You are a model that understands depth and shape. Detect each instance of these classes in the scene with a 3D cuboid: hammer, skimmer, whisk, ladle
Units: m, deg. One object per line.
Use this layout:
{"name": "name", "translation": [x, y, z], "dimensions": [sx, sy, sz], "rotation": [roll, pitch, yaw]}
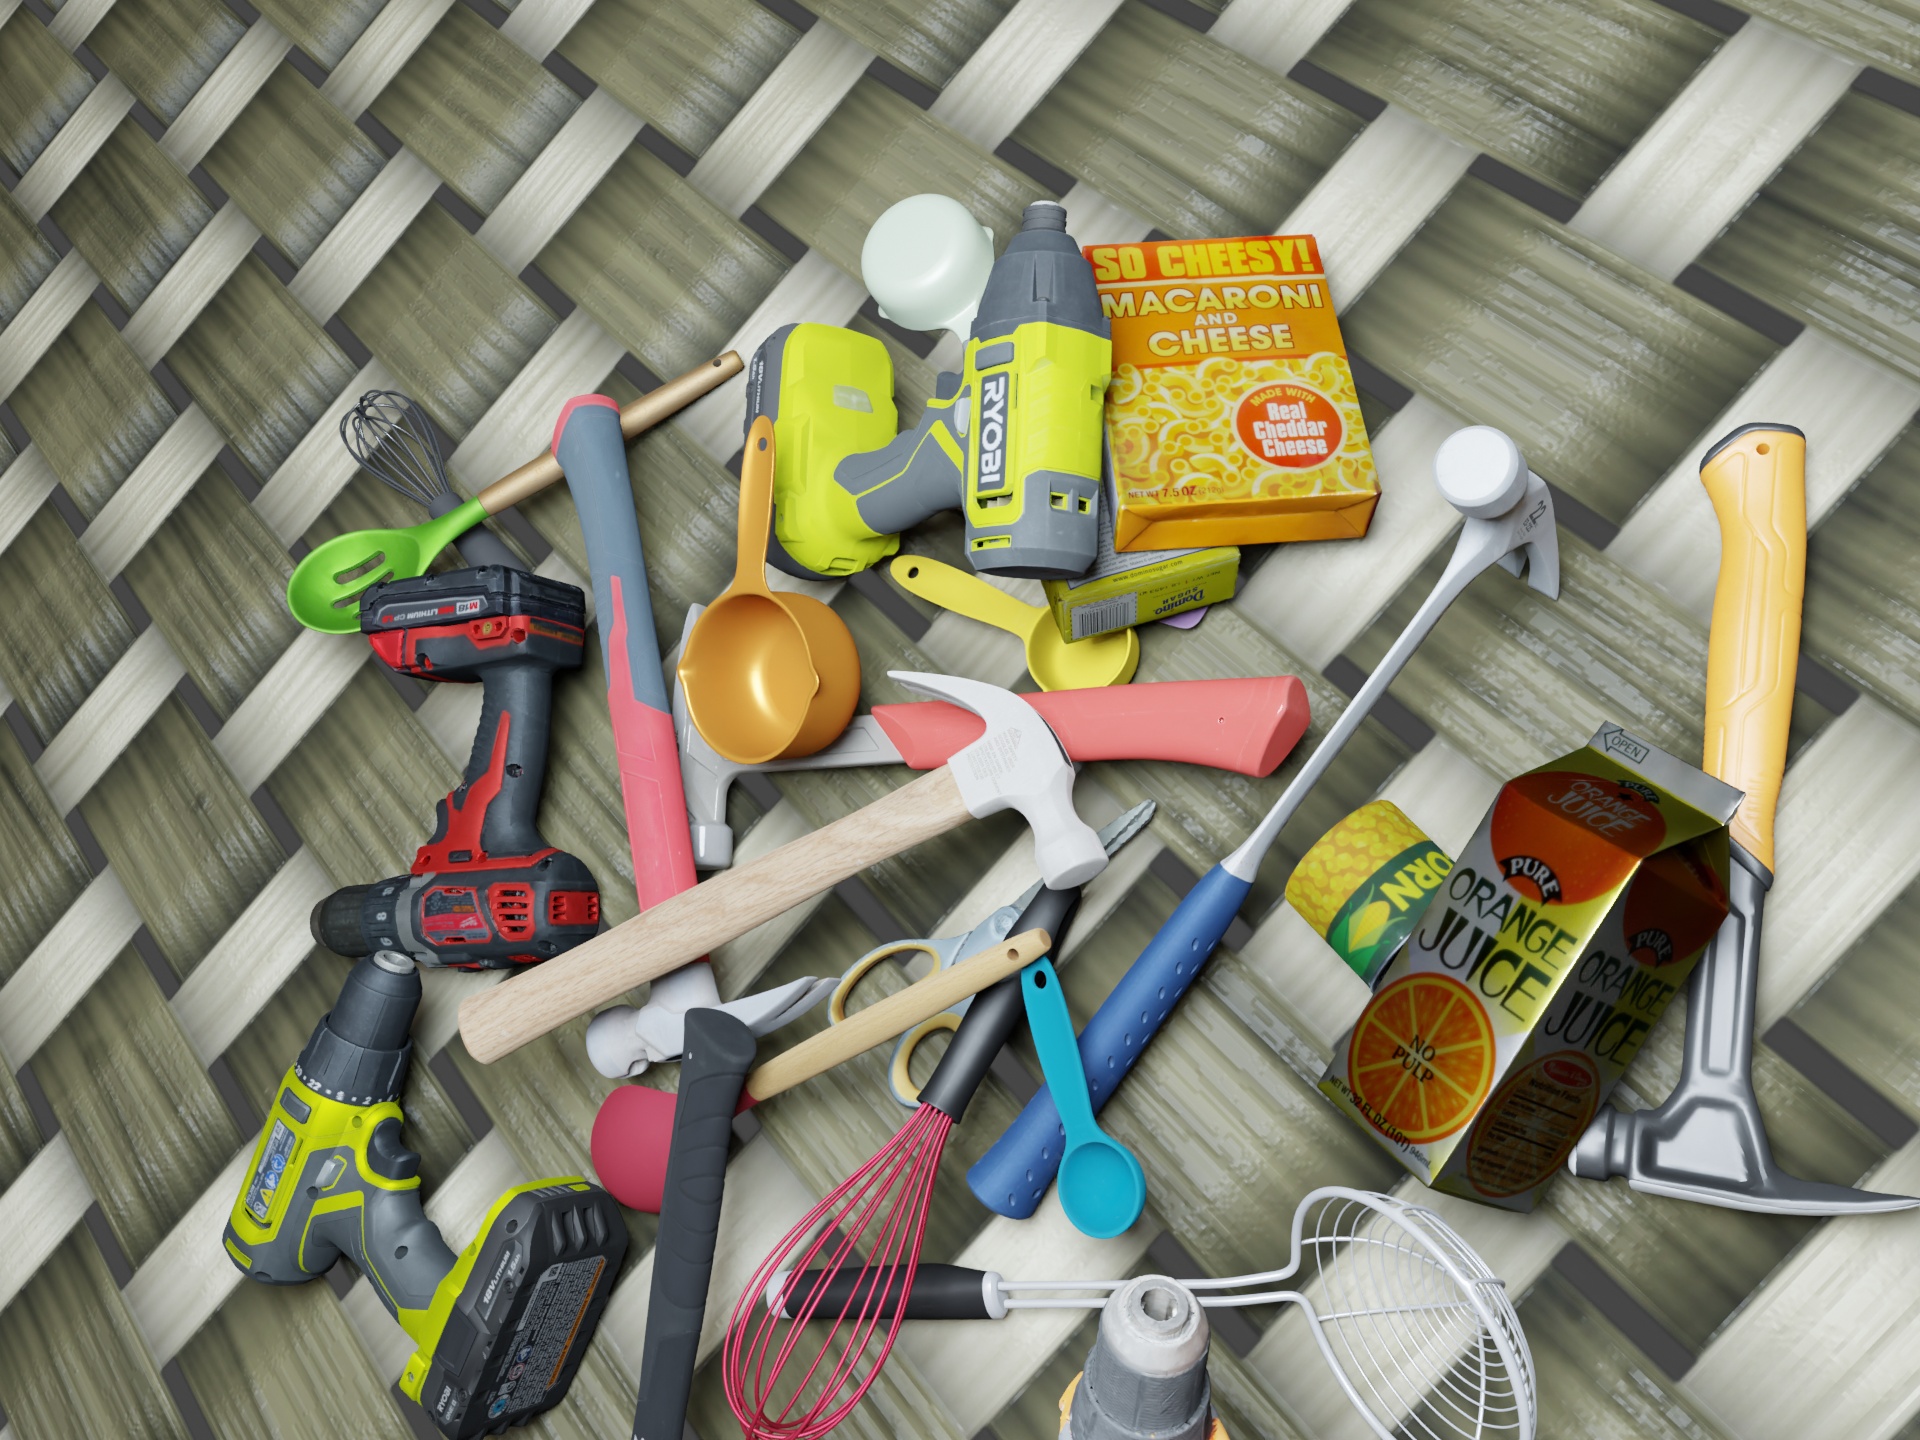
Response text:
{"name": "hammer", "translation": [-0.001, -0.003, 0.810], "dimensions": [0.359, 0.036, 0.149], "rotation": [-5, 77, 30]}
{"name": "skimmer", "translation": [0.060, 0.266, 0.691], "dimensions": [0.363, 0.090, 0.127], "rotation": [-9, 102, 24]}
{"name": "whisk", "translation": [-0.330, -0.138, 1.028], "dimensions": [0.055, 0.055, 0.239], "rotation": [-46, 66, 5]}
{"name": "ladle", "translation": [-0.080, 0.170, 0.775], "dimensions": [0.315, 0.031, 0.069], "rotation": [-32, 80, 28]}
{"name": "hammer", "translation": [-0.100, 0.081, 0.771], "dimensions": [0.331, 0.031, 0.130], "rotation": [-27, 66, 9]}
{"name": "hammer", "translation": [-0.163, -0.013, 0.868], "dimensions": [0.143, 0.038, 0.387], "rotation": [-22, 69, 25]}
{"name": "hammer", "translation": [0.135, 0.061, 0.721], "dimensions": [0.035, 0.144, 0.405], "rotation": [41, 102, 31]}
{"name": "whisk", "translation": [-0.020, 0.197, 0.732], "dimensions": [0.073, 0.073, 0.296], "rotation": [21, 70, 29]}
{"name": "hammer", "translation": [0.337, 0.032, 0.669], "dimensions": [0.127, 0.034, 0.337], "rotation": [4, 75, 26]}
{"name": "hammer", "translation": [-0.141, 0.305, 0.750], "dimensions": [0.146, 0.035, 0.335], "rotation": [-2, 78, 52]}

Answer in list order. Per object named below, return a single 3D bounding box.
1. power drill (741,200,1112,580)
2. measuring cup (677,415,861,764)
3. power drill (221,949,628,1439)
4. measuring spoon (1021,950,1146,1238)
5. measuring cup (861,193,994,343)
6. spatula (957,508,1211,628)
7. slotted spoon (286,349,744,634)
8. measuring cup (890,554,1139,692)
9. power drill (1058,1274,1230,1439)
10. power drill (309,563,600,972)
{"name": "power drill", "translation": [-0.017, -0.153, 0.797], "dimensions": [0.223, 0.080, 0.171], "rotation": [0, 87, 50]}
{"name": "measuring cup", "translation": [-0.090, -0.065, 0.809], "dimensions": [0.095, 0.052, 0.173], "rotation": [5, 93, 35]}
{"name": "power drill", "translation": [-0.290, 0.251, 0.855], "dimensions": [0.229, 0.080, 0.190], "rotation": [27, 96, 30]}
{"name": "measuring spoon", "translation": [0.053, 0.161, 0.700], "dimensions": [0.042, 0.021, 0.129], "rotation": [-30, 65, 32]}
{"name": "measuring cup", "translation": [-0.004, -0.235, 0.908], "dimensions": [0.083, 0.038, 0.168], "rotation": [-34, 61, 12]}
{"name": "spatula", "translation": [0.005, -0.126, 0.882], "dimensions": [0.316, 0.018, 0.060], "rotation": [24, 81, 28]}
{"name": "slotted spoon", "translation": [-0.270, -0.144, 0.980], "dimensions": [0.314, 0.031, 0.070], "rotation": [-30, 70, 0]}
{"name": "measuring cup", "translation": [0.027, -0.054, 0.845], "dimensions": [0.157, 0.029, 0.062], "rotation": [27, 86, 31]}
{"name": "power drill", "translation": [0.136, 0.315, 0.599], "dimensions": [0.226, 0.185, 0.084], "rotation": [23, 41, 28]}
{"name": "power drill", "translation": [-0.301, 0.034, 0.931], "dimensions": [0.188, 0.080, 0.227], "rotation": [-6, 82, 23]}
